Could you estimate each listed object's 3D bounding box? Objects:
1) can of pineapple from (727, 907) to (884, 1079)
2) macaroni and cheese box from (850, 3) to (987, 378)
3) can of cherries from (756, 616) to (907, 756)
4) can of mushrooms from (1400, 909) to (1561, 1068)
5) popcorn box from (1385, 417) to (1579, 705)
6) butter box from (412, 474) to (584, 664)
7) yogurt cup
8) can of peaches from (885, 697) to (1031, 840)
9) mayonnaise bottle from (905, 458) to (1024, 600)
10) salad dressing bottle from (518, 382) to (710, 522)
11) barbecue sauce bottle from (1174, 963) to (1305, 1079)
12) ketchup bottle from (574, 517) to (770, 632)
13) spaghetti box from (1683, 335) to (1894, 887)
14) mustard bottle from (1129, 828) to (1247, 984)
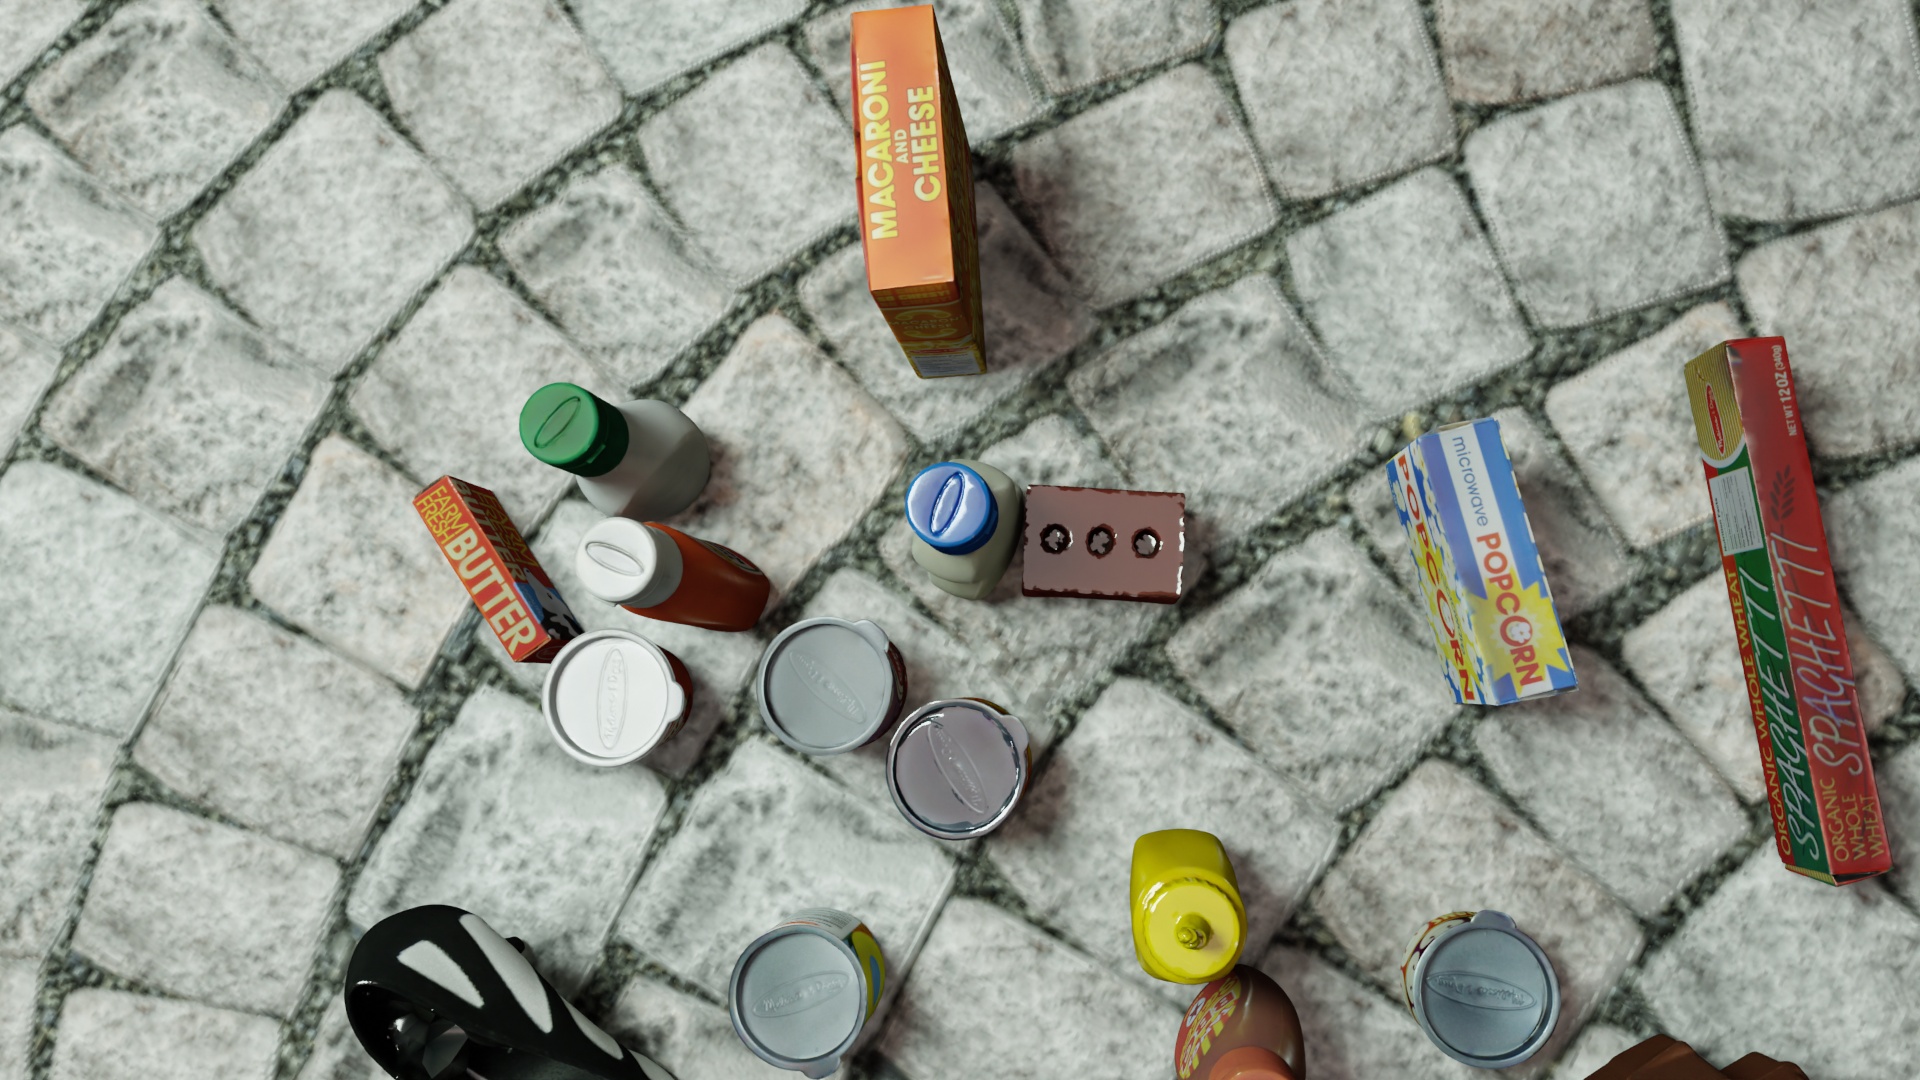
[{"bbox_3d":[-0.073,0.216,0.671,0.071,0.058,0.071,-1,84,6],"label":"can of pineapple"},{"bbox_3d":[-0.017,-0.154,0.654,0.040,0.166,0.124,-5,83,6],"label":"macaroni and cheese box"},{"bbox_3d":[-0.060,0.070,0.686,0.071,0.058,0.071,-1,84,6],"label":"can of cherries"},{"bbox_3d":[0.243,0.207,0.651,0.071,0.033,0.071,-1,83,6],"label":"can of mushrooms"},{"bbox_3d":[0.240,0.012,0.648,0.038,0.085,0.127,-14,82,4],"label":"popcorn box"},{"bbox_3d":[-0.236,0.016,0.714,0.024,0.053,0.103,-36,81,1],"label":"butter box"},{"bbox_3d":[-0.168,0.079,0.699,0.072,0.054,0.072,-1,84,6],"label":"yogurt cup"},{"bbox_3d":[0.003,0.108,0.675,0.071,0.058,0.071,-1,84,6],"label":"can of peaches"},{"bbox_3d":[0.002,-0.008,0.644,0.041,0.148,0.065,21,87,8],"label":"mayonnaise bottle"},{"bbox_3d":[-0.163,-0.043,0.665,0.044,0.147,0.064,41,89,9],"label":"salad dressing bottle"},{"bbox_3d":[0.123,0.229,0.603,0.044,0.148,0.065,34,88,8],"label":"barbecue sauce bottle"},{"bbox_3d":[-0.137,0.016,0.655,0.065,0.148,0.043,23,87,8],"label":"ketchup bottle"},{"bbox_3d":[0.384,0.031,0.649,0.029,0.050,0.250,-8,83,5],"label":"spaghetti box"},{"bbox_3d":[0.099,0.164,0.607,0.049,0.160,0.065,-3,84,6],"label":"mustard bottle"}]
